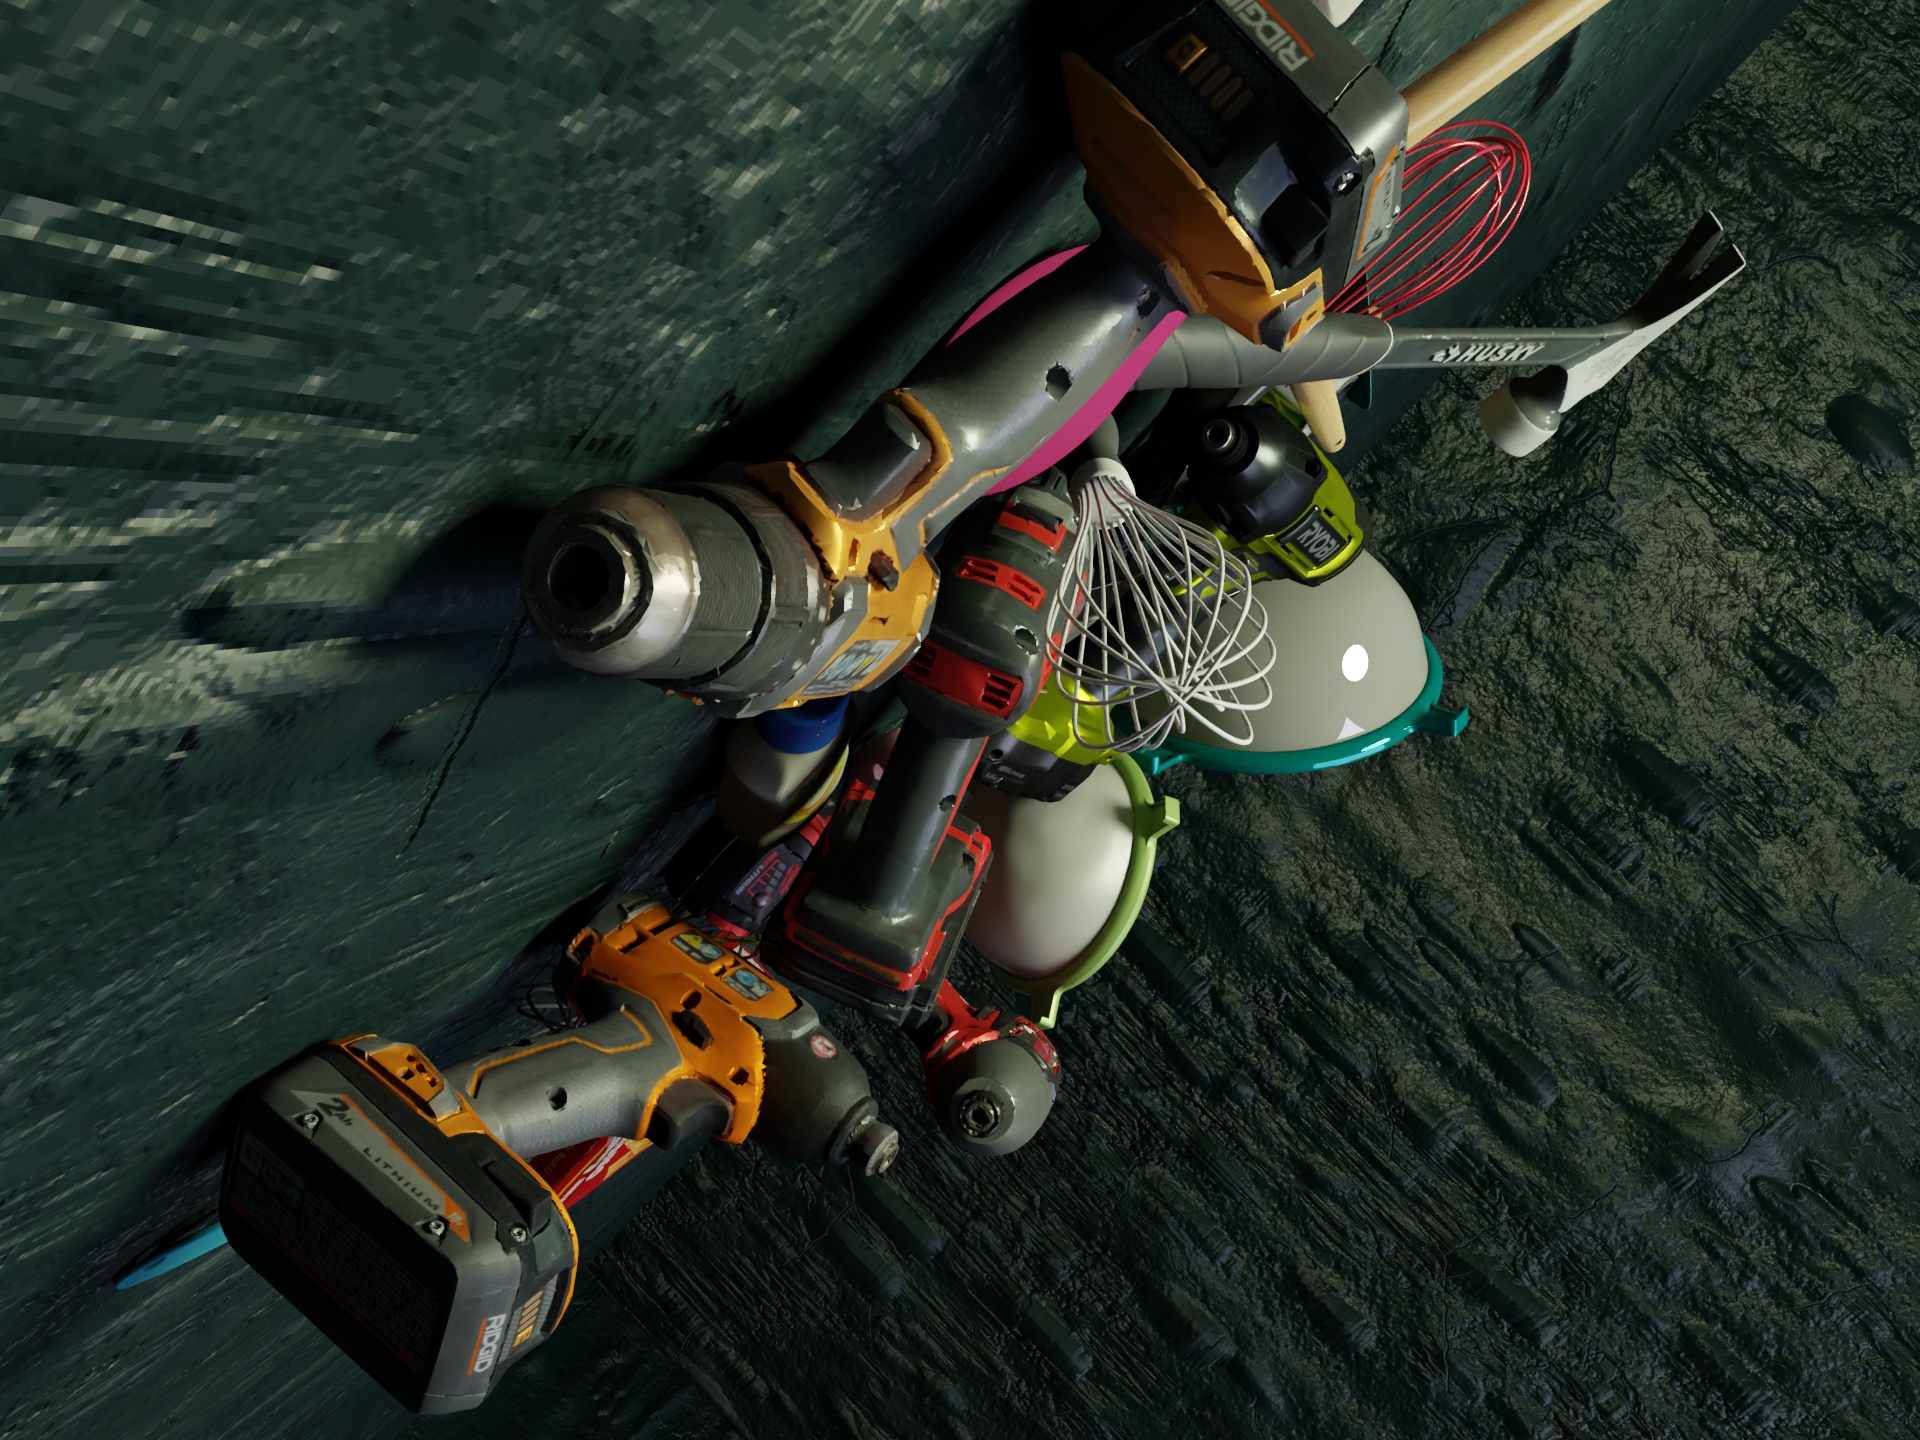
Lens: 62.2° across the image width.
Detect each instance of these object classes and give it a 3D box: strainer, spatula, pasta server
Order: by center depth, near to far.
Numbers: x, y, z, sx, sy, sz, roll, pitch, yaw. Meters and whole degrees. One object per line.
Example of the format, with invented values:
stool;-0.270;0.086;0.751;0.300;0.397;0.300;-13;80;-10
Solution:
strainer;0.015;0.052;0.939;0.151;0.069;0.257;-60;-146;11
strainer;0.178;-0.100;1.010;0.341;0.211;0.095;-98;-179;-55
pasta server;-0.068;0.068;1.058;0.060;0.040;0.316;-30;169;-21
spatula;0.271;-0.266;1.072;0.044;0.082;0.317;0;-164;21

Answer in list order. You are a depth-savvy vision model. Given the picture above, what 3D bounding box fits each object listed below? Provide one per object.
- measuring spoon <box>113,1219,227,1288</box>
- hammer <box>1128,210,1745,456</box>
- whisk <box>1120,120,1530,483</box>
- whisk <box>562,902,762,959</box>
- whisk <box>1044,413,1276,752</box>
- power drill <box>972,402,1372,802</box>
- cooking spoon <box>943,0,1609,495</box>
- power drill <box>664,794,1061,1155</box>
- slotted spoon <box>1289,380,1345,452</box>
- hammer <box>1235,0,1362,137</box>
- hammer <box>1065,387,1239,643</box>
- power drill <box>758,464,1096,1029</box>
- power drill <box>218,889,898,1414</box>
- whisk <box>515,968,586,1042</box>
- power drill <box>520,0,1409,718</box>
measuring spoon;-0.271;0.181;0.624;0.128;0.021;0.042;-23;157;-50
hammer;0.181;-0.157;0.660;0.409;0.036;0.149;-12;159;-40
whisk;0.179;-0.203;0.852;0.296;0.073;0.073;-42;175;18
whisk;-0.146;0.112;0.830;0.051;0.047;0.245;-45;170;4
whisk;0.051;-0.068;0.543;0.070;0.070;0.285;-48;-160;19
power drill;0.089;-0.061;0.789;0.223;0.080;0.171;-40;156;16
cooking spoon;0.114;-0.175;0.525;0.319;0.017;0.068;-37;134;-9
power drill;-0.039;0.129;0.807;0.078;0.220;0.143;-46;173;4
slotted spoon;0.138;-0.166;0.674;0.070;0.031;0.313;-38;161;11
hammer;0.193;-0.288;0.536;0.331;0.031;0.130;-40;172;-43
hammer;0.114;-0.146;0.777;0.146;0.035;0.334;-17;155;-30
power drill;-0.001;-0.002;0.679;0.188;0.080;0.226;-63;176;-55
power drill;-0.134;0.154;0.600;0.226;0.164;0.084;-24;140;-58
whisk;-0.185;0.151;0.824;0.055;0.055;0.239;-45;178;-6
power drill;0.001;-0.086;0.397;0.226;0.084;0.185;-42;173;12
